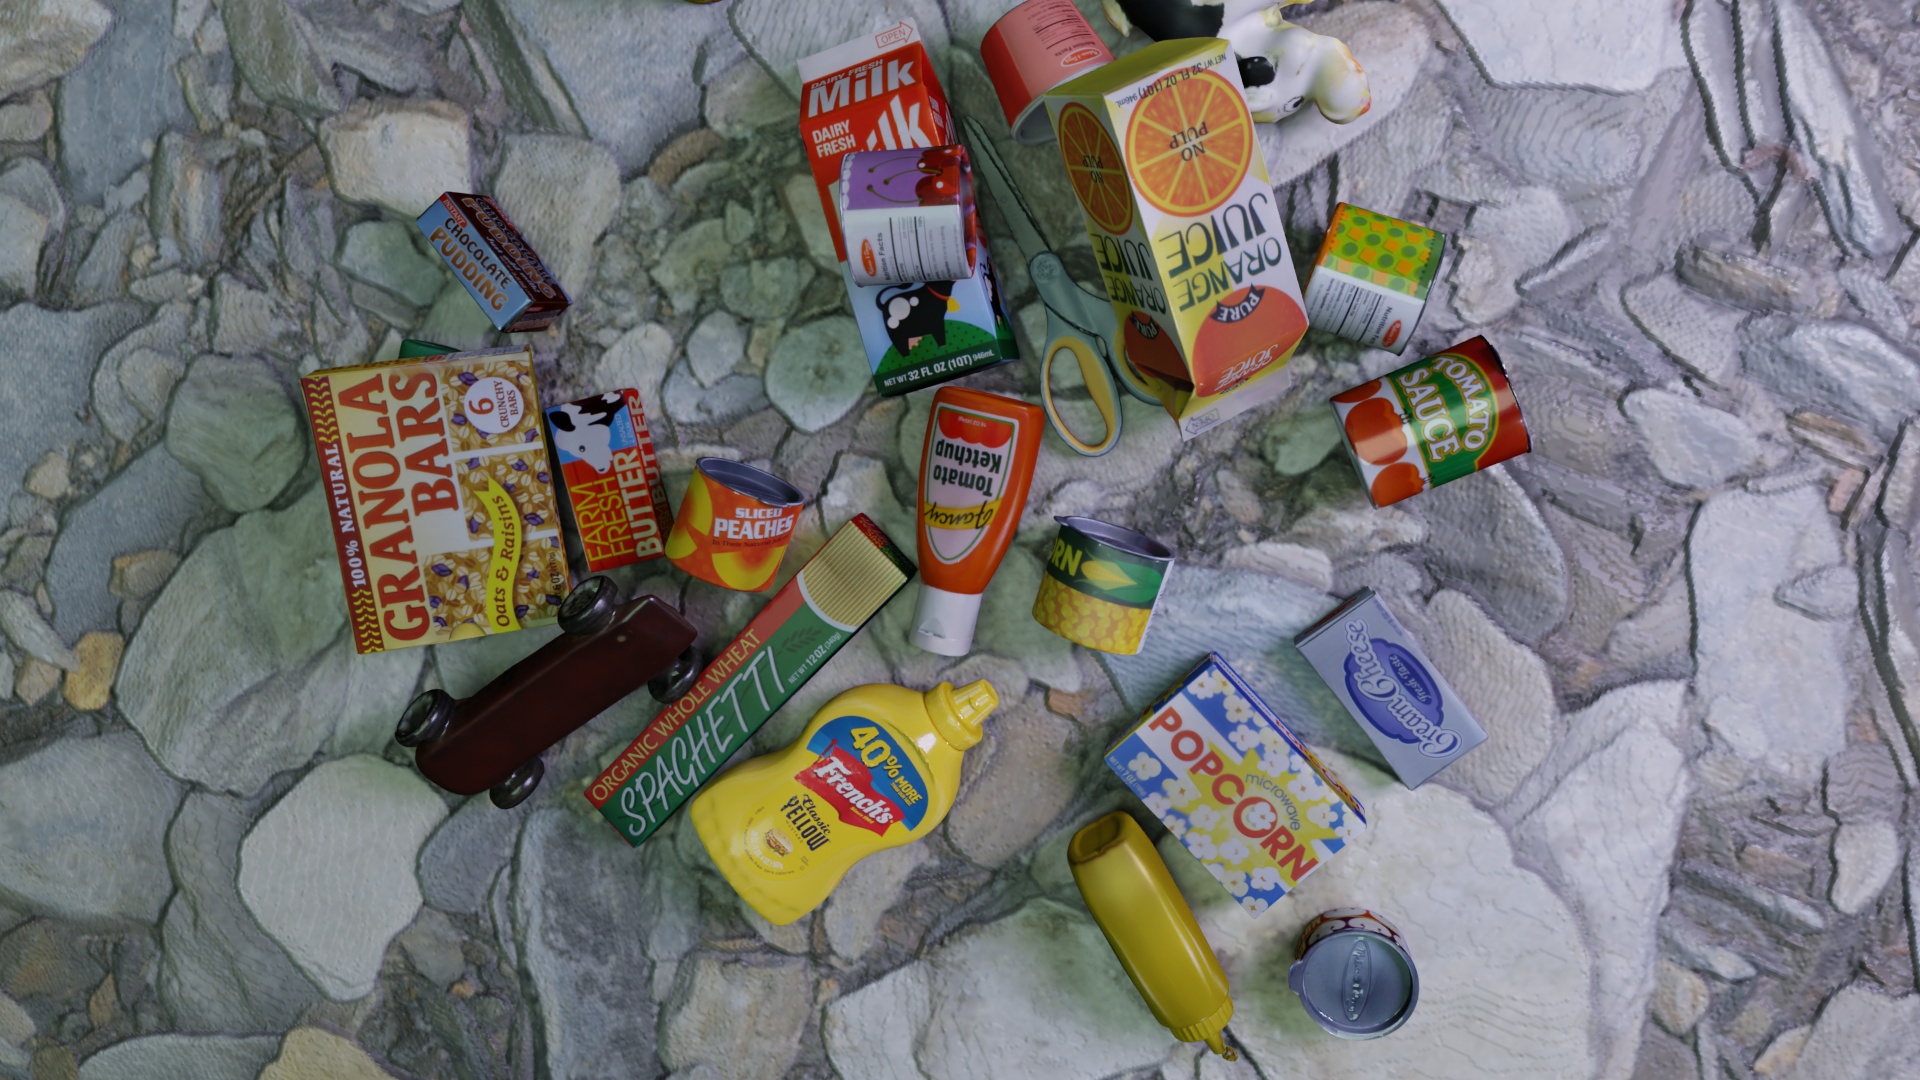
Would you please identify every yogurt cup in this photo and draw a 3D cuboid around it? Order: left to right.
[{"bbox_3d":[0.046,-0.252,0.738,0.072,0.072,0.054,-29,84,13],"label":"yogurt cup"}]

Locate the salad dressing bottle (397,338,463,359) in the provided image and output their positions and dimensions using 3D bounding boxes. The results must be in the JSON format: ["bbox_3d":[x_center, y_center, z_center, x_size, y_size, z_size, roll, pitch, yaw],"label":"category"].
[{"bbox_3d":[-0.334,-0.047,0.847,0.064,0.044,0.147,15,99,4],"label":"salad dressing bottle"}]

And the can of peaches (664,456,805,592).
[{"bbox_3d":[-0.130,-0.008,0.800,0.071,0.071,0.058,24,103,6],"label":"can of peaches"}]

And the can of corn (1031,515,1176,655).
[{"bbox_3d":[0.076,0.024,0.768,0.071,0.071,0.058,19,102,7],"label":"can of corn"}]

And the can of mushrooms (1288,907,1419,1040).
[{"bbox_3d":[0.222,0.245,0.789,0.071,0.033,0.071,2,99,10],"label":"can of mushrooms"}]

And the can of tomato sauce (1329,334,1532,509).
[{"bbox_3d":[0.243,-0.061,0.723,0.083,0.071,0.071,-22,94,13],"label":"can of tomato sauce"}]

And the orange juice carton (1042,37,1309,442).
[{"bbox_3d":[0.116,-0.149,0.708,0.072,0.073,0.192,-27,114,-12],"label":"orange juice carton"}]

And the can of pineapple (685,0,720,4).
[{"bbox_3d":[-0.152,-0.333,0.765,0.071,0.058,0.071,2,98,11],"label":"can of pineapple"}]

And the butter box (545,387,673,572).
[{"bbox_3d":[-0.209,-0.036,0.834,0.053,0.024,0.103,-13,95,13],"label":"butter box"}]

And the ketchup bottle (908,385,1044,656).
[{"bbox_3d":[0.003,-0.010,0.789,0.065,0.043,0.148,16,101,19],"label":"ketchup bottle"}]

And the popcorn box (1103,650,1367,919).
[{"bbox_3d":[0.154,0.137,0.784,0.085,0.038,0.127,-44,89,13],"label":"popcorn box"}]

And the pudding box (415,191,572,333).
[{"bbox_3d":[-0.273,-0.162,0.815,0.030,0.050,0.083,-38,89,15],"label":"pudding box"}]

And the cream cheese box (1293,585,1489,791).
[{"bbox_3d":[0.238,0.081,0.768,0.053,0.024,0.104,-38,90,14],"label":"cream cheese box"}]

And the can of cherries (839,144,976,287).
[{"bbox_3d":[-0.024,-0.162,0.686,0.058,0.071,0.071,-3,98,9],"label":"can of cherries"}]

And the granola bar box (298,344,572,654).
[{"bbox_3d":[-0.302,-0.024,0.813,0.124,0.039,0.165,-9,104,-13],"label":"granola bar box"}]

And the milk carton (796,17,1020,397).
[{"bbox_3d":[-0.031,-0.180,0.756,0.072,0.073,0.190,-16,94,12],"label":"milk carton"}]

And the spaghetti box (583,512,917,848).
[{"bbox_3d":[-0.129,0.087,0.834,0.050,0.029,0.249,46,103,2],"label":"spaghetti box"}]

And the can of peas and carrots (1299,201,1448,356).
[{"bbox_3d":[0.213,-0.138,0.722,0.059,0.071,0.070,20,101,8],"label":"can of peas and carrots"}]

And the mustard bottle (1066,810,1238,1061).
[{"bbox_3d":[0.116,0.235,0.793,0.049,0.065,0.160,-28,96,9],"label":"mustard bottle"}]
